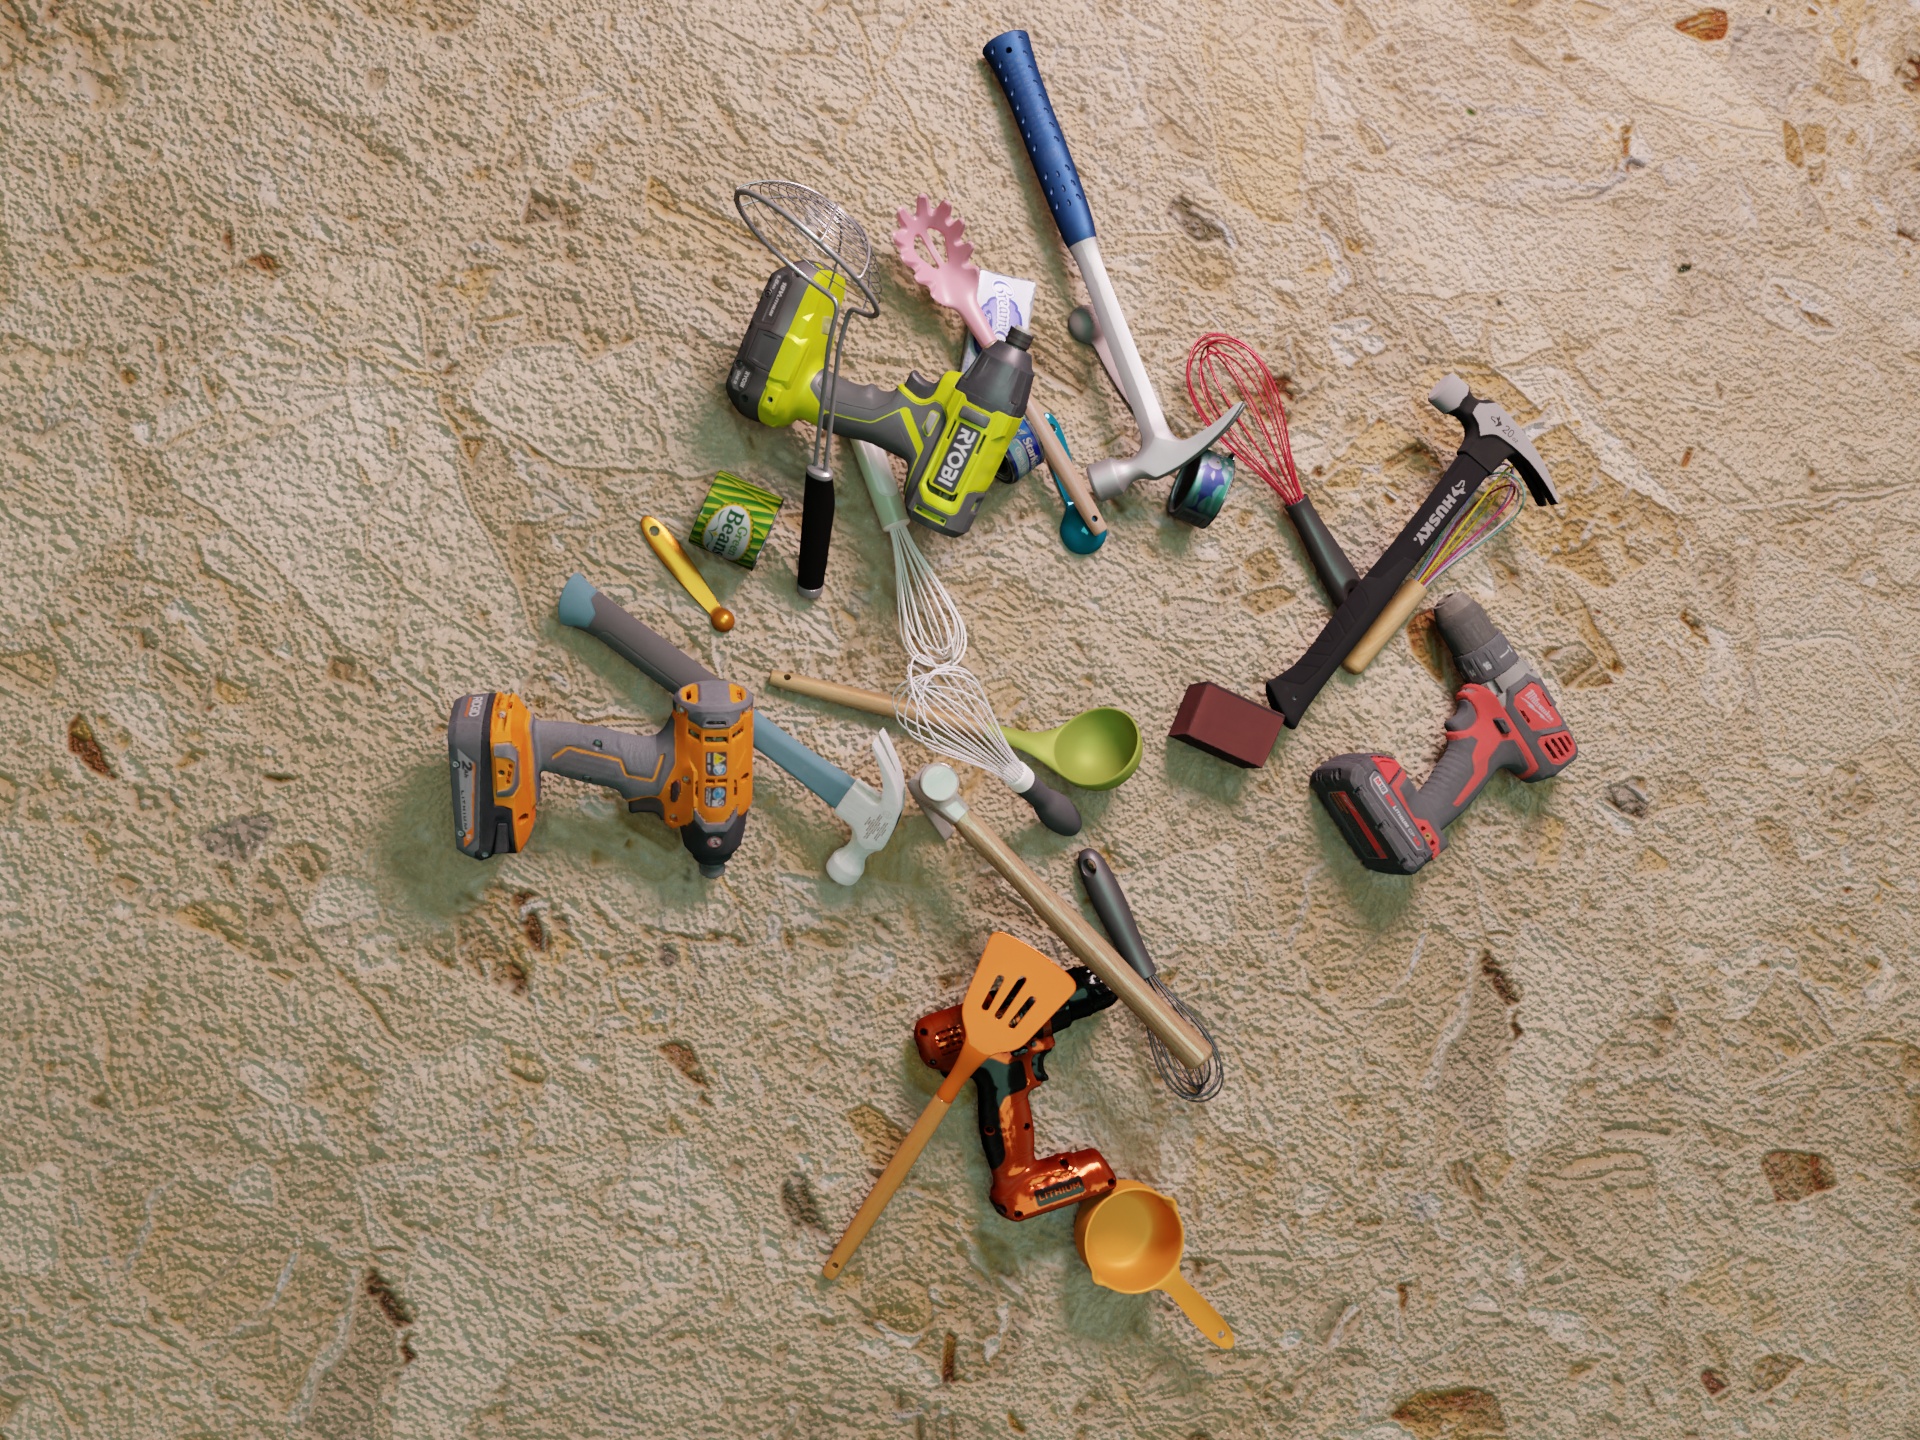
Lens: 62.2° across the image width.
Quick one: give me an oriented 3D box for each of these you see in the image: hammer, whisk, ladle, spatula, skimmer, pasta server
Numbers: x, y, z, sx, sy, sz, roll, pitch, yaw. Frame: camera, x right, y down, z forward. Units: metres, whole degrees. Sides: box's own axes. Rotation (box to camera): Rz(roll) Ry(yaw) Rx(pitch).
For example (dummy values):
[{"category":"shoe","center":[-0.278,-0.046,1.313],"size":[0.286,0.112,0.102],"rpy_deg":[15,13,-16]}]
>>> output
[{"category":"hammer","center":[0.384,-0.130,1.399],"size":[0.146,0.035,0.335],"rpy_deg":[38,88,-8]},{"category":"whisk","center":[0.031,0.032,1.268],"size":[0.070,0.070,0.284],"rpy_deg":[-57,140,-9]},{"category":"whisk","center":[-0.051,-0.157,1.336],"size":[0.058,0.059,0.246],"rpy_deg":[-19,87,-24]},{"category":"whisk","center":[0.288,-0.211,1.408],"size":[0.073,0.073,0.295],"rpy_deg":[-35,101,-11]},{"category":"hammer","center":[-0.187,-0.006,1.288],"size":[0.331,0.033,0.128],"rpy_deg":[36,116,-3]},{"category":"hammer","center":[0.114,-0.401,1.363],"size":[0.144,0.035,0.405],"rpy_deg":[-21,86,12]},{"category":"ladle","center":[-0.002,-0.004,1.336],"size":[0.320,0.062,0.078],"rpy_deg":[14,59,-8]},{"category":"spatula","center":[-0.023,0.323,1.292],"size":[0.081,0.041,0.322],"rpy_deg":[33,101,5]},{"category":"skimmer","center":[-0.123,-0.230,1.195],"size":[0.127,0.363,0.090],"rpy_deg":[36,48,26]},{"category":"whisk","center":[0.160,0.217,1.366],"size":[0.055,0.055,0.239],"rpy_deg":[-26,89,-12]},{"category":"pasta server","center":[0.039,-0.294,1.339],"size":[0.060,0.040,0.316],"rpy_deg":[-31,96,1]},{"category":"hammer","center":[0.080,0.160,1.297],"size":[0.331,0.130,0.031],"rpy_deg":[45,80,-2]},{"category":"whisk","center":[0.430,-0.136,1.444],"size":[0.051,0.047,0.245],"rpy_deg":[41,85,-9]}]

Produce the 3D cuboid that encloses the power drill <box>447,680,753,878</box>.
[{"category":"power drill","center":[-0.276,0.053,1.245],"size":[0.226,0.084,0.164],"rpy_deg":[-1,115,-10]}]

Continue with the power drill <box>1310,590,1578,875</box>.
[{"category":"power drill","center":[0.425,0.011,1.418],"size":[0.226,0.080,0.188],"rpy_deg":[-35,95,-14]}]

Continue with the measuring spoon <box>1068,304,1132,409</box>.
[{"category":"measuring spoon","center":[0.139,-0.312,1.397],"size":[0.034,0.018,0.124],"rpy_deg":[-36,95,-11]}]

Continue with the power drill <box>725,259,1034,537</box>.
[{"category":"power drill","center":[-0.059,-0.271,1.274],"size":[0.223,0.080,0.171],"rpy_deg":[28,106,7]}]

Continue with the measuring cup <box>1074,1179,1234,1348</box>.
[{"category":"measuring cup","center":[0.168,0.466,1.354],"size":[0.095,0.052,0.173],"rpy_deg":[-43,98,-11]}]

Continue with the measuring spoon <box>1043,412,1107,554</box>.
[{"category":"measuring spoon","center":[0.096,-0.207,1.381],"size":[0.042,0.021,0.128],"rpy_deg":[-19,93,-12]}]

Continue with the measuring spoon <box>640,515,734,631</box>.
[{"category":"measuring spoon","center":[-0.226,-0.122,1.313],"size":[0.021,0.011,0.117],"rpy_deg":[-38,95,-11]}]
